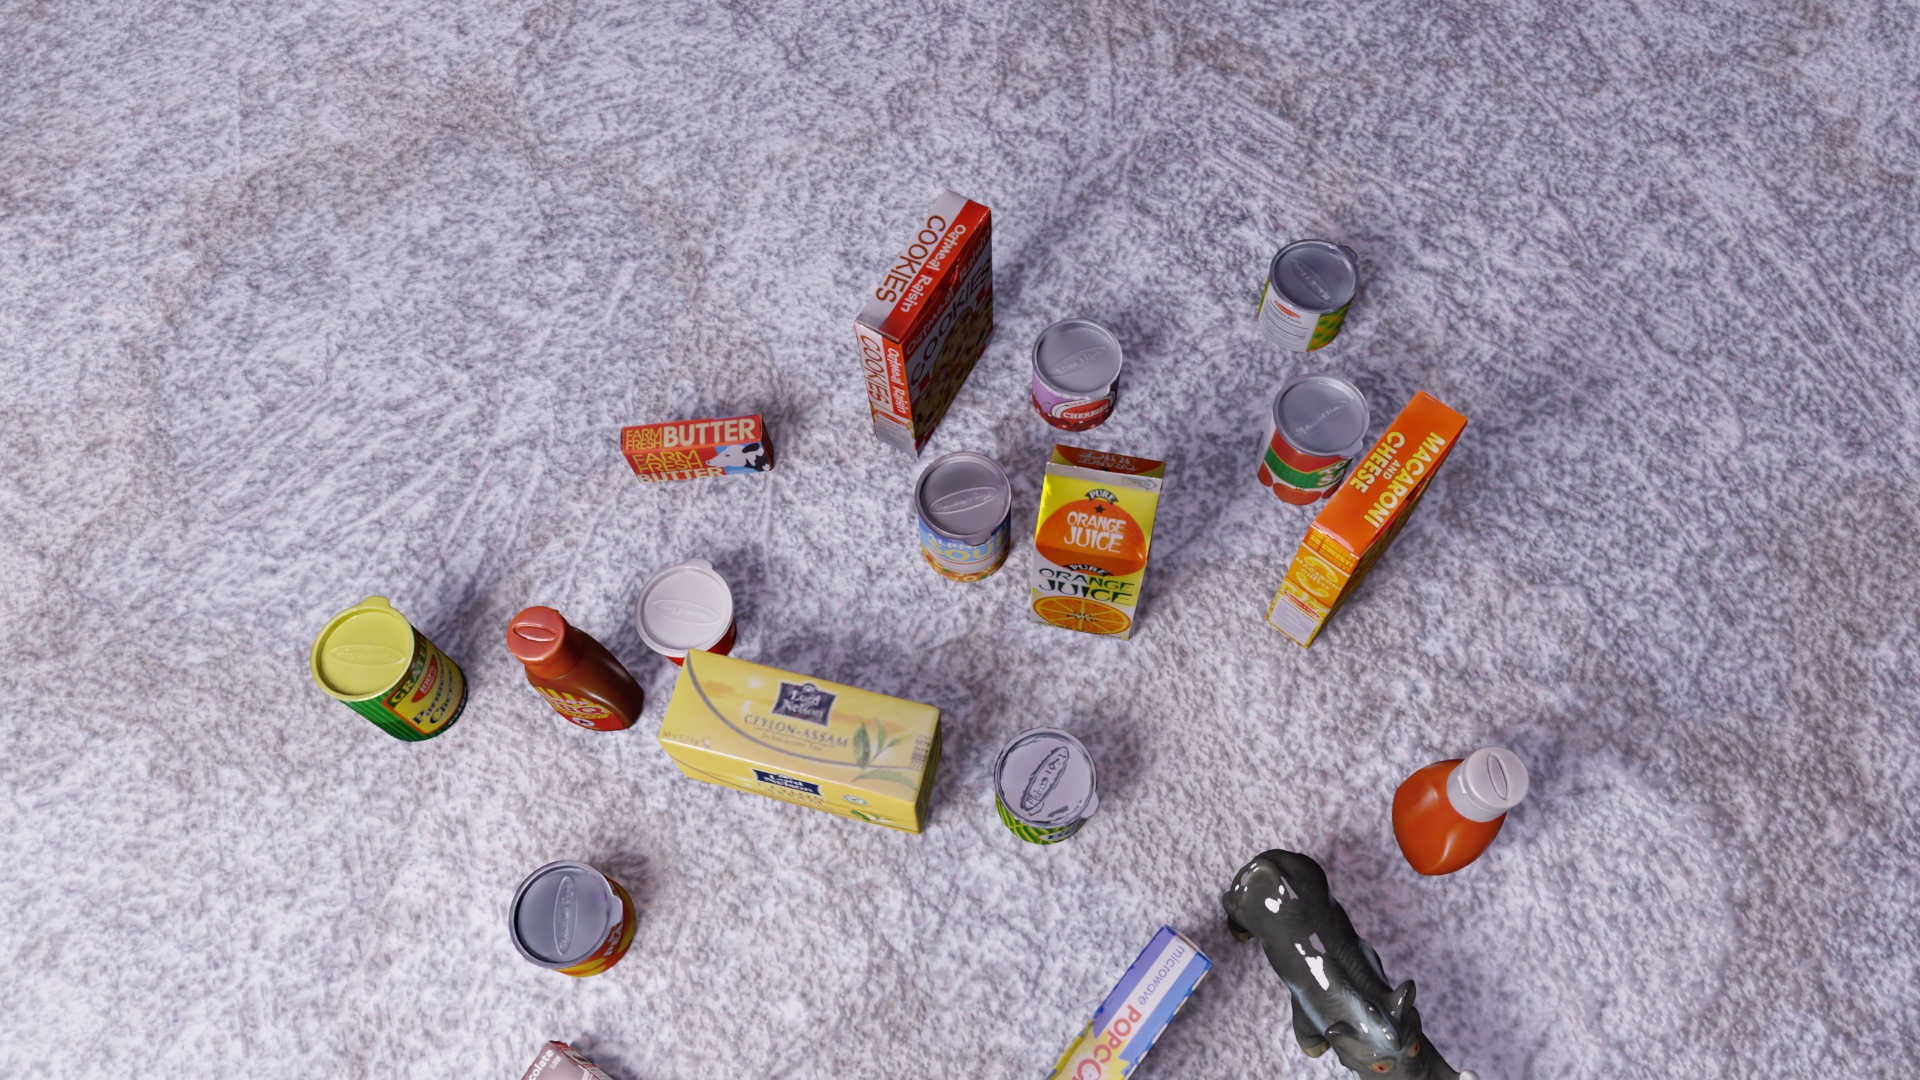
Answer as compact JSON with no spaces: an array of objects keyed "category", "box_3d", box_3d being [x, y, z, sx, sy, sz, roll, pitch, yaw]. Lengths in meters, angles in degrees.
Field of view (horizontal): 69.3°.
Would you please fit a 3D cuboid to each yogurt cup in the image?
[{"category":"yogurt cup","box_3d":[-0.187,0.056,0.966,0.072,0.053,0.072,-1,66,2]}]

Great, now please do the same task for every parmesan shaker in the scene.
[{"category":"parmesan shaker","box_3d":[-0.379,0.088,0.931,0.071,0.102,0.071,-1,67,2]}]

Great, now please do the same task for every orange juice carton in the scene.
[{"category":"orange juice carton","box_3d":[0.088,-0.003,0.909,0.072,0.192,0.073,11,67,6]}]

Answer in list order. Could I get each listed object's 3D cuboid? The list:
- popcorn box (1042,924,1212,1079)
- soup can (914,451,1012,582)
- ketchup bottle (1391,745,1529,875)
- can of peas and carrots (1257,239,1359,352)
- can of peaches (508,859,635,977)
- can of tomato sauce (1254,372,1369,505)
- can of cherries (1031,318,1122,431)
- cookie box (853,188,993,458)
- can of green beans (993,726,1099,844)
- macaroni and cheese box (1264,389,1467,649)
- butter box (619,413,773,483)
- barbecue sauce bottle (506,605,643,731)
[{"category":"popcorn box","box_3d":[0.096,0.296,0.835,0.038,0.085,0.127,37,73,16]},{"category":"soup can","box_3d":[0.003,-0.012,0.975,0.071,0.083,0.071,-1,67,2]},{"category":"ketchup bottle","box_3d":[0.306,0.163,0.853,0.043,0.148,0.065,-8,67,-1]},{"category":"can of peas and carrots","box_3d":[0.265,-0.187,1.057,0.071,0.058,0.071,-1,66,2]},{"category":"can of peaches","box_3d":[-0.243,0.242,0.884,0.071,0.058,0.071,-1,66,2]},{"category":"can of tomato sauce","box_3d":[0.251,-0.070,0.993,0.071,0.082,0.071,-1,67,2]},{"category":"can of cherries","box_3d":[0.086,-0.120,1.033,0.071,0.058,0.072,-1,66,2]},{"category":"cookie box","box_3d":[-0.021,-0.150,0.991,0.040,0.166,0.123,26,70,12]},{"category":"can of green beans","box_3d":[0.055,0.162,0.911,0.071,0.057,0.071,-1,66,2]},{"category":"macaroni and cheese box","box_3d":[0.266,-0.009,0.921,0.040,0.165,0.124,37,73,16]},{"category":"butter box","box_3d":[-0.193,-0.067,1.021,0.103,0.053,0.024,-5,67,-1]},{"category":"barbecue sauce bottle","box_3d":[-0.254,0.084,0.905,0.065,0.148,0.044,11,68,7]}]
